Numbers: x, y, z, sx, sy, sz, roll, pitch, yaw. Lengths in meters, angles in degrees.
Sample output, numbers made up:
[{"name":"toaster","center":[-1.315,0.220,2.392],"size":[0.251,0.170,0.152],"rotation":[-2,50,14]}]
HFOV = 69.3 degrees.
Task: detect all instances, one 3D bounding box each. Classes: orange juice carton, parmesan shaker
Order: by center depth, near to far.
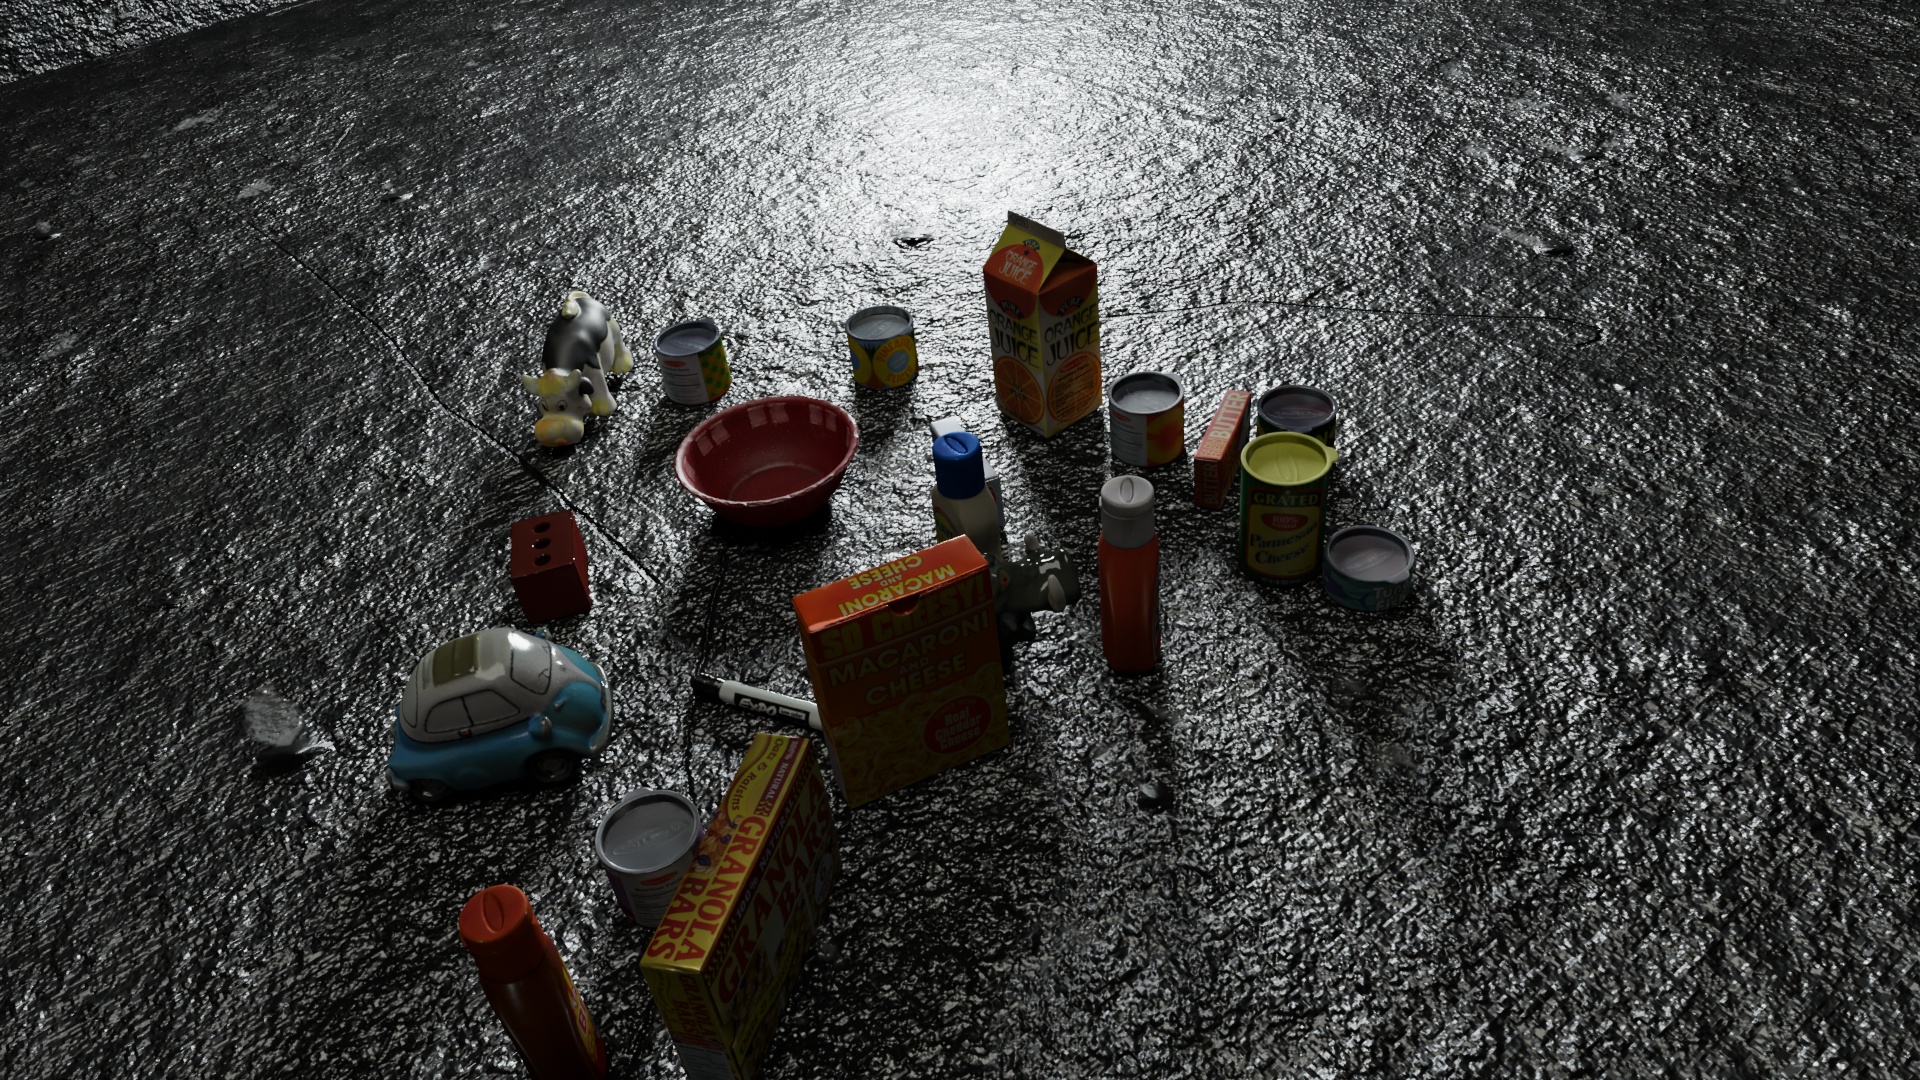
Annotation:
[{"name":"parmesan shaker","center":[0.249,-0.022,1.059],"size":[0.071,0.102,0.072],"rotation":[-5,39,4]},{"name":"orange juice carton","center":[0.073,-0.196,1.229],"size":[0.073,0.191,0.072],"rotation":[-32,45,-27]}]

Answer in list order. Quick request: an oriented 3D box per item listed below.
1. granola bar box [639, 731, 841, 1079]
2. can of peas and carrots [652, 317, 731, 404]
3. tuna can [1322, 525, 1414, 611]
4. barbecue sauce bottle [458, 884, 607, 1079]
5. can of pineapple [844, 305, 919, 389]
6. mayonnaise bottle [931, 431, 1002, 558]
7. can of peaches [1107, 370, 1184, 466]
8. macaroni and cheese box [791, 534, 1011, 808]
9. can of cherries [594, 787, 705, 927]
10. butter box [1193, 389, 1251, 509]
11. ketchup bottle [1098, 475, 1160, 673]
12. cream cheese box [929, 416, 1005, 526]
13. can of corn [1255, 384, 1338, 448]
[{"name":"granola bar box","center":[-0.121,0.215,0.812],"size":[0.039,0.123,0.166],"rotation":[5,41,16]},{"name":"can of peas and carrots","center":[-0.261,-0.176,1.364],"size":[0.071,0.058,0.071],"rotation":[-4,39,4]},{"name":"tuna can","center":[0.310,0.023,1.051],"size":[0.071,0.032,0.071],"rotation":[-4,39,4]},{"name":"barbecue sauce bottle","center":[-0.236,0.250,0.768],"size":[0.044,0.147,0.065],"rotation":[-22,41,-17]},{"name":"can of pineapple","center":[-0.075,-0.187,1.348],"size":[0.071,0.057,0.071],"rotation":[-4,39,4]},{"name":"mayonnaise bottle","center":[0.004,-0.013,1.052],"size":[0.041,0.147,0.065],"rotation":[-25,42,-21]},{"name":"can of peaches","center":[0.164,-0.107,1.212],"size":[0.071,0.057,0.071],"rotation":[-4,39,4]},{"name":"macaroni and cheese box","center":[-0.034,0.089,0.918],"size":[0.124,0.165,0.040],"rotation":[-20,41,-15]},{"name":"can of cherries","center":[-0.194,0.202,0.891],"size":[0.071,0.058,0.072],"rotation":[-4,39,4]},{"name":"butter box","center":[0.222,-0.077,1.171],"size":[0.024,0.052,0.104],"rotation":[11,43,22]},{"name":"ketchup bottle","center":[0.120,0.023,0.989],"size":[0.043,0.148,0.065],"rotation":[-2,39,7]},{"name":"cream cheese box","center":[0.005,-0.057,1.180],"size":[0.024,0.053,0.104],"rotation":[-19,40,-14]},{"name":"can of corn","center":[0.282,-0.088,1.170],"size":[0.071,0.058,0.071],"rotation":[-4,39,4]}]
